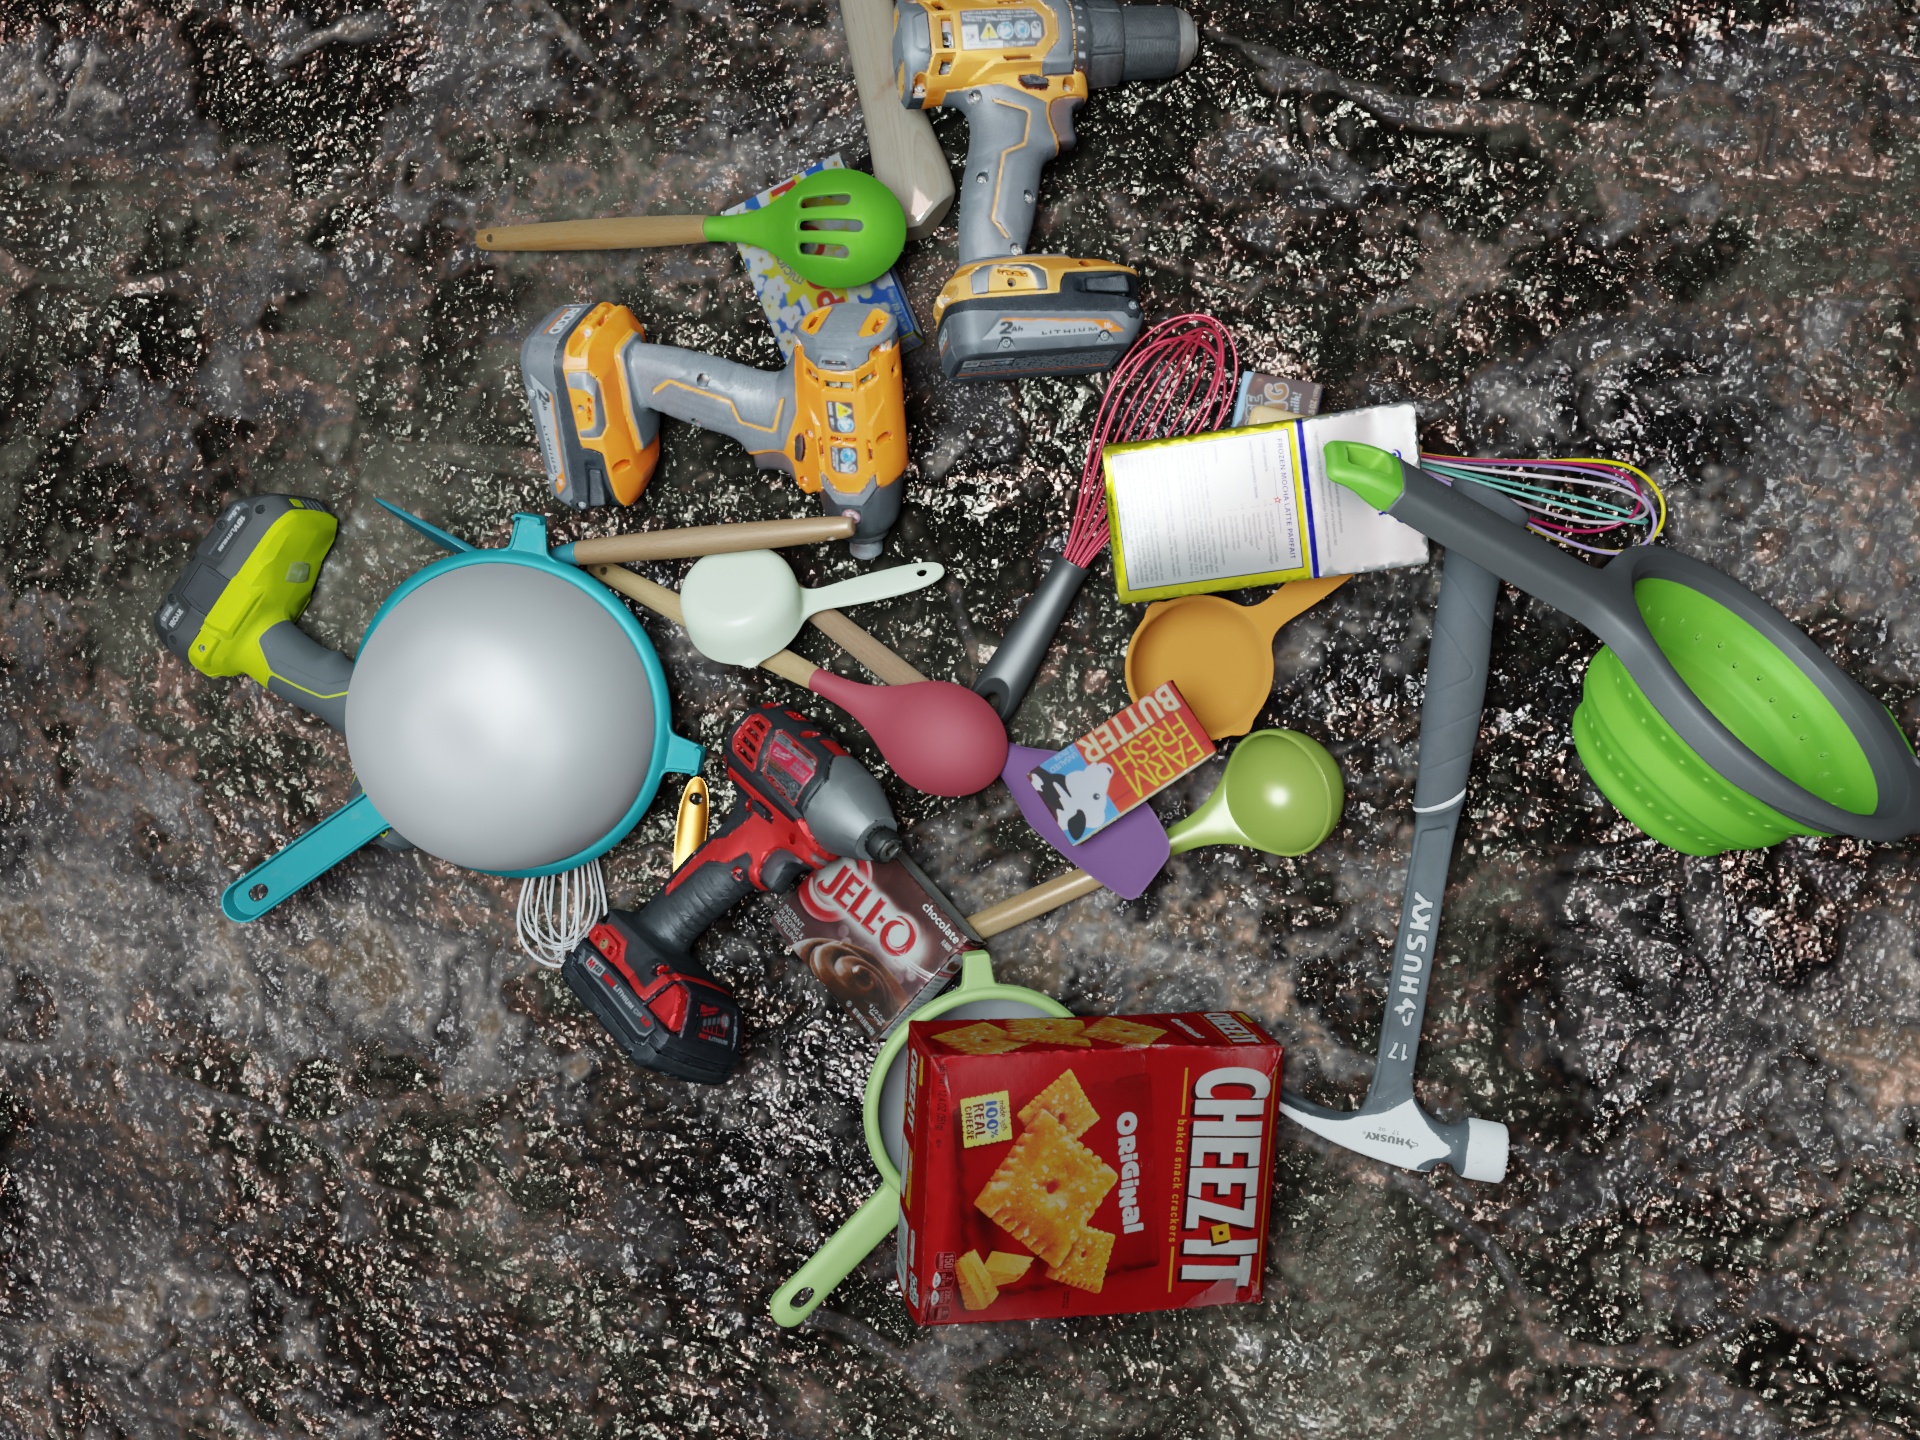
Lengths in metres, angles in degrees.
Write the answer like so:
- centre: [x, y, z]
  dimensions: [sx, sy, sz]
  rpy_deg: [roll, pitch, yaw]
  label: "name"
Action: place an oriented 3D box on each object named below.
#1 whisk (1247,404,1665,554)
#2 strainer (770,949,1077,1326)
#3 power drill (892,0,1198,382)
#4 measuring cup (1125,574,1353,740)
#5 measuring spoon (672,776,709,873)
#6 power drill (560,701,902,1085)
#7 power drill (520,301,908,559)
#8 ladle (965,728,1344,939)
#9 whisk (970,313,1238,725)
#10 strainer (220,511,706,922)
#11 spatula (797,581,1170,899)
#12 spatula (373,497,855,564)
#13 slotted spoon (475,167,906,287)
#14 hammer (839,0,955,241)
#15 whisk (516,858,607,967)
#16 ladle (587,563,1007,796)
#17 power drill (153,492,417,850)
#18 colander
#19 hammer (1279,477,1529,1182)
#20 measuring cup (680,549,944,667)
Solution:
- centre: [0.289, -0.149, 0.929]
  dimensions: [0.245, 0.051, 0.047]
  rpy_deg: [15, 122, 5]
  label: "whisk"
- centre: [-0.026, 0.265, 0.982]
  dimensions: [0.256, 0.069, 0.151]
  rpy_deg: [-46, 106, 0]
  label: "strainer"
- centre: [0.060, -0.328, 0.960]
  dimensions: [0.185, 0.084, 0.226]
  rpy_deg: [-6, 88, -7]
  label: "power drill"
- centre: [0.179, -0.057, 0.962]
  dimensions: [0.173, 0.052, 0.095]
  rpy_deg: [-37, 84, 7]
  label: "measuring cup"
- centre: [-0.180, 0.095, 1.053]
  dimensions: [0.021, 0.011, 0.117]
  rpy_deg: [6, 88, 3]
  label: "measuring spoon"
- centre: [-0.133, 0.108, 0.983]
  dimensions: [0.143, 0.078, 0.219]
  rpy_deg: [36, 90, 36]
  label: "power drill"
- centre: [-0.143, -0.177, 0.989]
  dimensions: [0.226, 0.084, 0.164]
  rpy_deg: [5, 130, 12]
  label: "power drill"
- centre: [0.084, 0.094, 0.980]
  dimensions: [0.320, 0.062, 0.078]
  rpy_deg: [-25, 79, 13]
  label: "ladle"
- centre: [0.079, -0.115, 0.979]
  dimensions: [0.073, 0.073, 0.296]
  rpy_deg: [32, 103, 8]
  label: "whisk"
- centre: [-0.342, 0.038, 0.976]
  dimensions: [0.340, 0.095, 0.211]
  rpy_deg: [-33, 94, 10]
  label: "strainer"
- centre: [-0.002, -0.003, 0.992]
  dimensions: [0.316, 0.018, 0.060]
  rpy_deg: [37, 99, 16]
  label: "spatula"
- centre: [-0.216, -0.118, 1.000]
  dimensions: [0.317, 0.082, 0.044]
  rpy_deg: [-3, 72, 16]
  label: "spatula"
- centre: [-0.181, -0.308, 1.007]
  dimensions: [0.314, 0.031, 0.070]
  rpy_deg: [6, 101, 24]
  label: "slotted spoon"
- centre: [-0.076, -0.508, 1.011]
  dimensions: [0.146, 0.038, 0.410]
  rpy_deg: [-10, 89, 12]
  label: "hammer"
- centre: [-0.259, 0.040, 1.052]
  dimensions: [0.059, 0.058, 0.246]
  rpy_deg: [3, 88, -24]
  label: "whisk"
- centre: [-0.112, -0.038, 1.008]
  dimensions: [0.315, 0.031, 0.069]
  rpy_deg: [26, 94, 19]
  label: "ladle"
- centre: [-0.403, -0.045, 1.060]
  dimensions: [0.223, 0.080, 0.171]
  rpy_deg: [38, 98, 4]
  label: "power drill"
- centre: [0.339, -0.027, 0.856]
  dimensions: [0.397, 0.205, 0.094]
  rpy_deg: [25, 130, -14]
  label: "colander"
- centre: [0.272, 0.065, 0.931]
  dimensions: [0.149, 0.036, 0.409]
  rpy_deg: [8, 100, 12]
  label: "hammer"
- centre: [-0.094, -0.086, 0.994]
  dimensions: [0.167, 0.038, 0.083]
  rpy_deg: [-12, 56, 2]
  label: "measuring cup"
